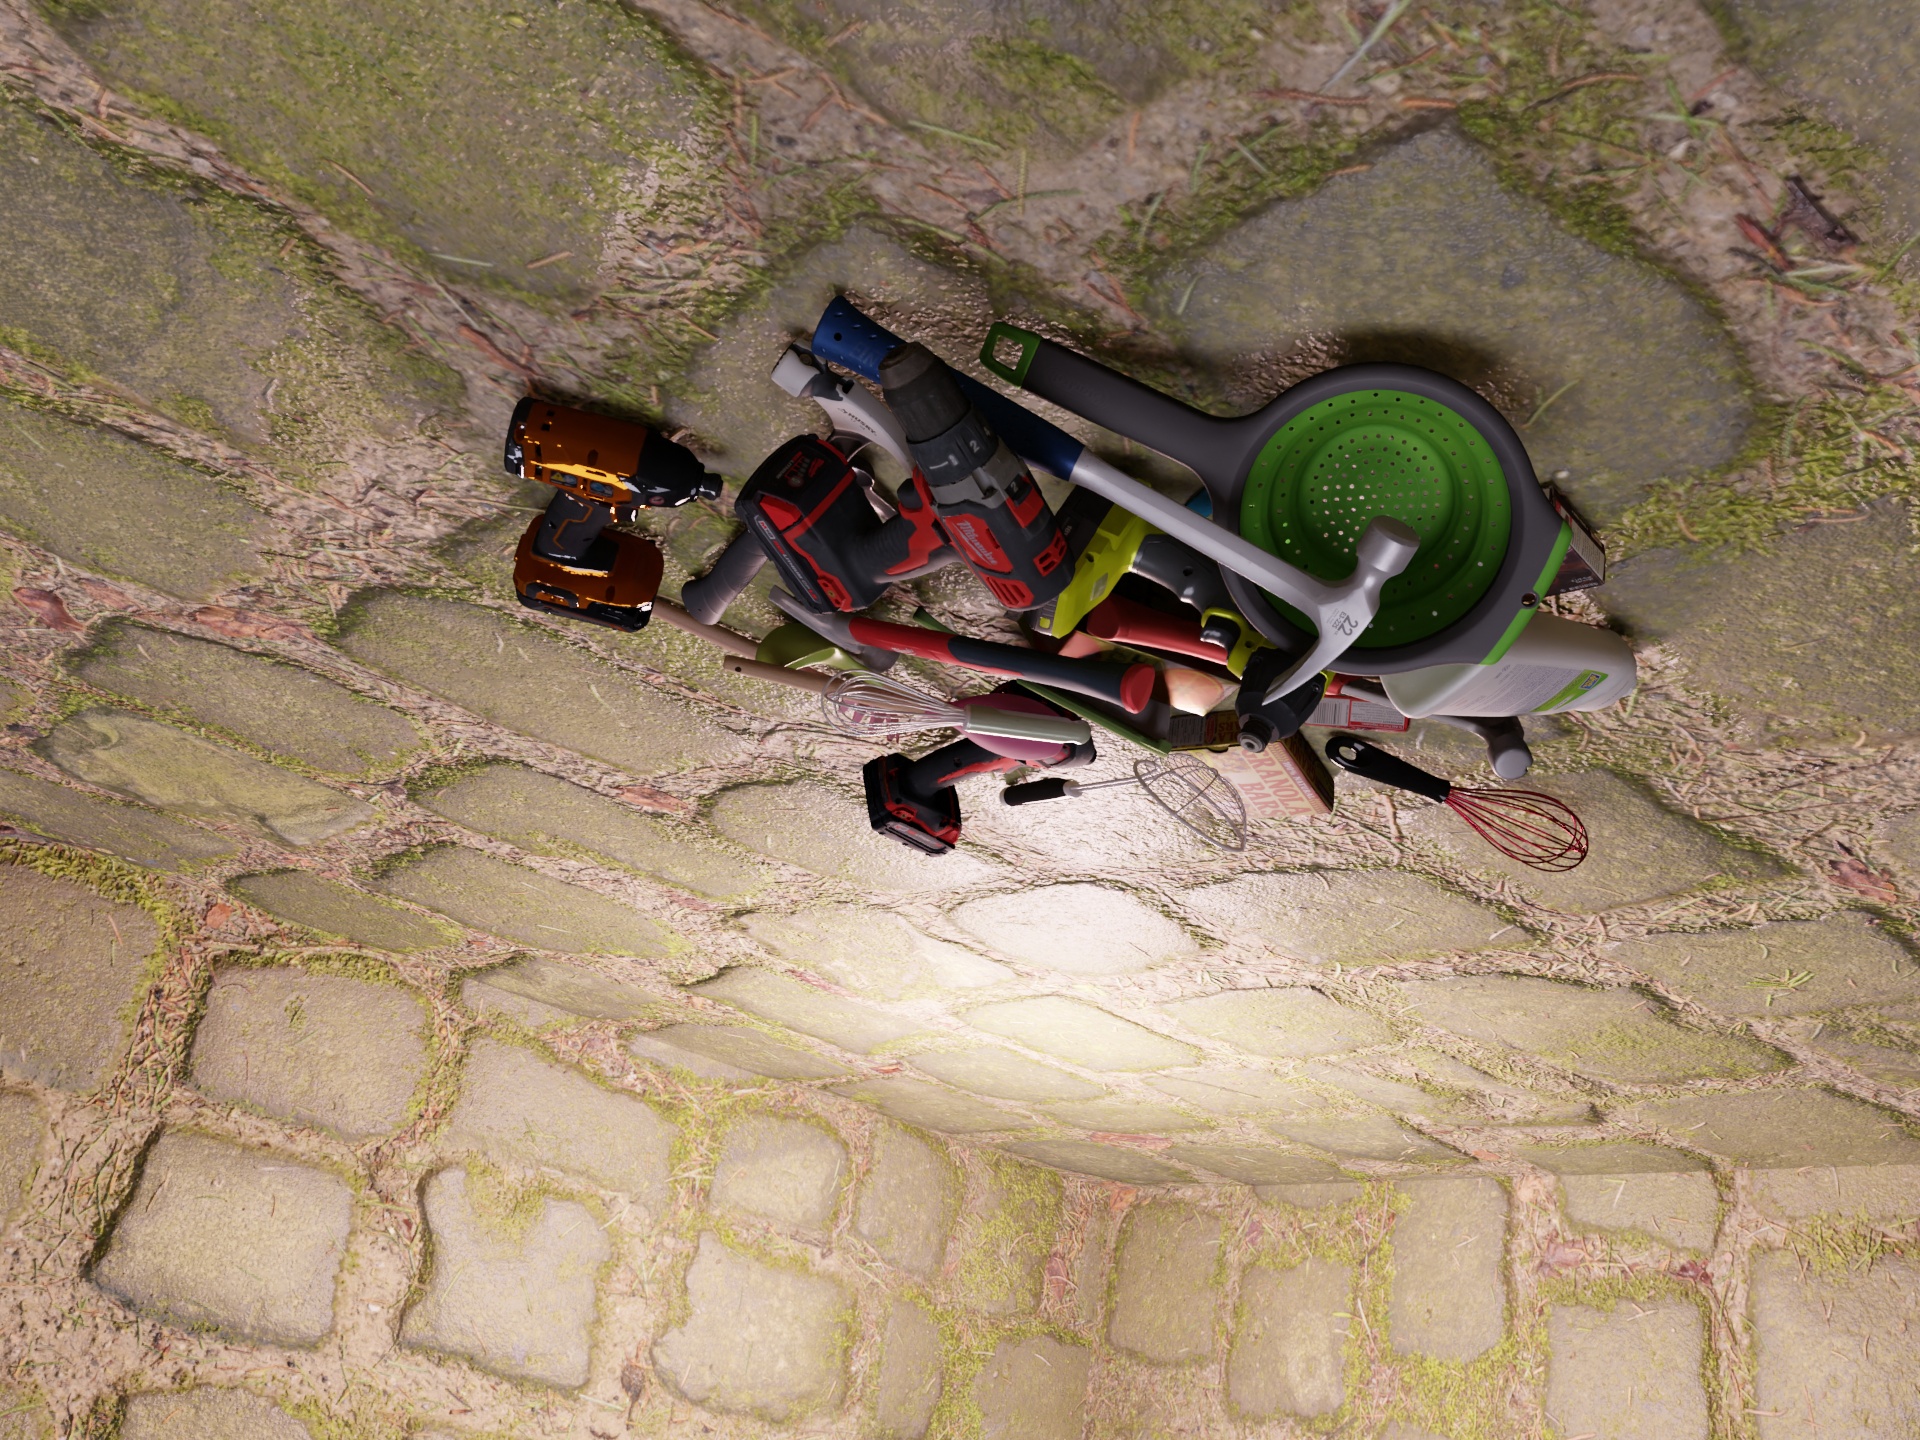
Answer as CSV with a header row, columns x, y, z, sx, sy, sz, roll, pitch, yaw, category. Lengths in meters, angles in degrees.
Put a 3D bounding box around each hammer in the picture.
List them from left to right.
x,y,z,sx,sy,sz,roll,pitch,yaw,category
-0.144,-0.157,1.269,0.149,0.036,0.409,36,151,-12,hammer
-0.001,-0.062,1.284,0.143,0.038,0.386,34,167,-39,hammer
0.083,-0.157,1.037,0.405,0.035,0.144,30,121,6,hammer
0.276,-0.043,1.278,0.359,0.149,0.036,16,116,-6,hammer

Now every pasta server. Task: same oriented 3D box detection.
x,y,z,sx,sy,sz,roll,pitch,yaw,category
-0.189,-0.054,1.522,0.316,0.040,0.060,24,172,-25,pasta server

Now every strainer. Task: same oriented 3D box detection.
x,y,z,sx,sy,sz,roll,pitch,yaw,category
0.083,-0.055,1.405,0.256,0.069,0.151,29,-178,0,strainer

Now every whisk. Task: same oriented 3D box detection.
x,y,z,sx,sy,sz,roll,pitch,yaw,category
-0.002,-0.005,1.411,0.246,0.059,0.058,7,-176,-11,whisk
0.480,0.076,1.526,0.295,0.073,0.073,21,153,-11,whisk

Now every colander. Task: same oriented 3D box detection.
x,y,z,sx,sy,sz,roll,pitch,yaw,category
0.202,-0.176,1.067,0.397,0.094,0.204,26,114,5,colander

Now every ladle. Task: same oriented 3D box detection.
x,y,z,sx,sy,sz,roll,pitch,yaw,category
-0.057,-0.017,1.533,0.320,0.062,0.078,24,148,-33,ladle

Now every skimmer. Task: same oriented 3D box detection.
x,y,z,sx,sy,sz,roll,pitch,yaw,category
0.141,0.090,1.579,0.127,0.090,0.363,27,160,-28,skimmer

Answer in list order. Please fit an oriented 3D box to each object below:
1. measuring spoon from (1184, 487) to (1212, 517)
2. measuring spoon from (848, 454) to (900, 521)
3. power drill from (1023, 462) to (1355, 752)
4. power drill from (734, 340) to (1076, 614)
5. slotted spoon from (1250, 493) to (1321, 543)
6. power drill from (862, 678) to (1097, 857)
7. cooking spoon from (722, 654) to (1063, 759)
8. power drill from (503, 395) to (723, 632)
x,y,z,sx,sy,sz,roll,pitch,yaw,category
0.171,-0.145,1.217,0.042,0.021,0.128,17,155,-15,measuring spoon
-0.062,-0.178,1.253,0.034,0.018,0.124,8,163,28,measuring spoon
0.164,-0.081,1.134,0.223,0.171,0.080,27,149,13,power drill
-0.047,-0.152,1.046,0.227,0.080,0.187,1,135,46,power drill
0.252,-0.102,1.276,0.070,0.031,0.313,6,156,11,slotted spoon
0.023,0.047,1.559,0.219,0.079,0.143,-31,142,27,power drill
-0.057,-0.016,1.437,0.319,0.017,0.068,13,124,-9,cooking spoon
-0.283,-0.162,1.288,0.164,0.084,0.226,14,150,-8,power drill
